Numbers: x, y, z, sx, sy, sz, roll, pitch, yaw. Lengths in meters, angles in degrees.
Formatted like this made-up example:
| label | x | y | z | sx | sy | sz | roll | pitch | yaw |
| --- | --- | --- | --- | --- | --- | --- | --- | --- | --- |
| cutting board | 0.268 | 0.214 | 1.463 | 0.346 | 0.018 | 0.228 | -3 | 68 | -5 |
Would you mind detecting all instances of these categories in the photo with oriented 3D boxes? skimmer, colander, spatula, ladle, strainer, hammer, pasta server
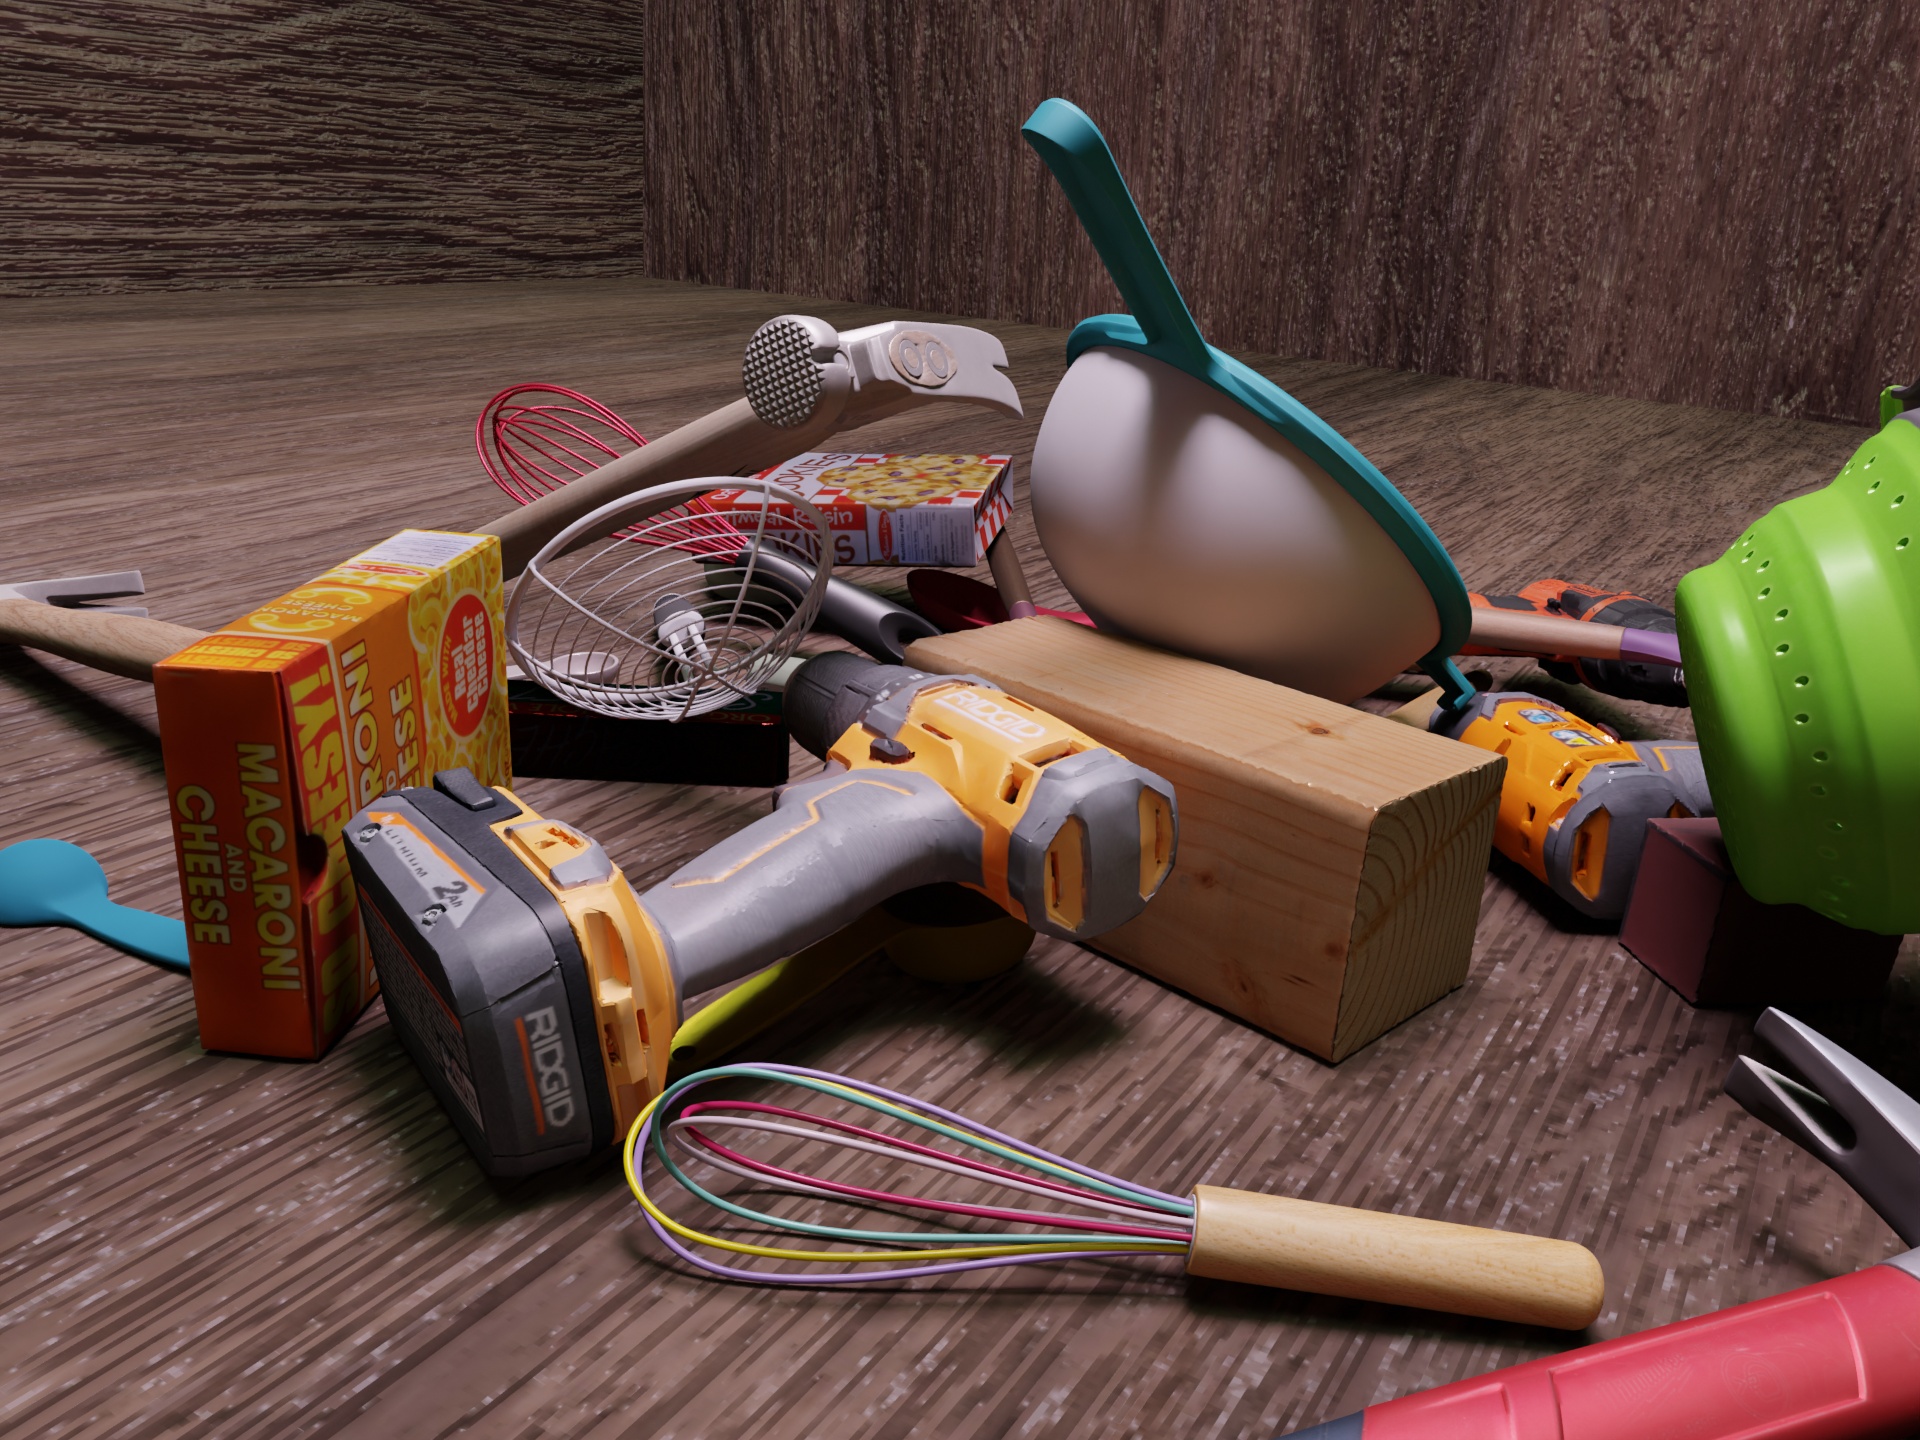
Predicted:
| label | x | y | z | sx | sy | sz | roll | pitch | yaw |
| --- | --- | --- | --- | --- | --- | --- | --- | --- | --- |
| skimmer | -0.134 | -0.063 | 0.723 | 0.127 | 0.090 | 0.363 | -22 | 12 | -8 |
| colander | 0.273 | 0.046 | 0.439 | 0.094 | 0.204 | 0.397 | -13 | 33 | 20 |
| spatula | 0.270 | -0.037 | 0.714 | 0.316 | 0.018 | 0.060 | 11 | 25 | 33 |
| ladle | 0.123 | -0.053 | 0.933 | 0.315 | 0.031 | 0.069 | 7 | 25 | 3 |
| strainer | 0.076 | -0.091 | 0.622 | 0.211 | 0.095 | 0.340 | 38 | -3 | 35 |
| hammer | 0.071 | 0.143 | 0.315 | 0.386 | 0.038 | 0.143 | -5 | 35 | -20 |
| hammer | -0.385 | -0.037 | 0.715 | 0.331 | 0.031 | 0.130 | 9 | 17 | 39 |
| hammer | -0.168 | -0.085 | 0.691 | 0.410 | 0.038 | 0.146 | -15 | 0 | 35 |
| pasta server | 0.031 | -0.076 | 0.885 | 0.060 | 0.040 | 0.316 | -6 | 25 | -3 |

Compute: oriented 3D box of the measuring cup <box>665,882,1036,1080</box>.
| label | x | y | z | sx | sy | sz | roll | pitch | yaw |
| --- | --- | --- | --- | --- | --- | --- | --- | --- | --- |
| measuring cup | -0.037 | 0.086 | 0.521 | 0.156 | 0.029 | 0.062 | -27 | 32 | -36 |

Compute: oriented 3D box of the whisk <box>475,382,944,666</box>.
| label | x | y | z | sx | sy | sz | roll | pitch | yaw |
| --- | --- | --- | --- | --- | --- | --- | --- | --- | --- |
| whisk | -0.134 | -0.098 | 0.863 | 0.296 | 0.073 | 0.073 | 29 | 23 | 5 |

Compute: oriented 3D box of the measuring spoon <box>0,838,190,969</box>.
| label | x | y | z | sx | sy | sz | roll | pitch | yaw |
| --- | --- | --- | --- | --- | --- | --- | --- | --- | --- |
| measuring spoon | -0.280 | 0.060 | 0.533 | 0.129 | 0.021 | 0.042 | 11 | 21 | 23 |

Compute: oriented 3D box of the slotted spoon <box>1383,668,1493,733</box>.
| label | x | y | z | sx | sy | sz | roll | pitch | yaw |
| --- | --- | --- | --- | --- | --- | --- | --- | --- | --- |
| slotted spoon | 0.203 | 0.009 | 0.772 | 0.070 | 0.031 | 0.313 | 14 | 20 | 33 |

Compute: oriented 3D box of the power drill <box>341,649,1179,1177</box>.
| label | x | y | z | sx | sy | sz | roll | pitch | yaw |
| --- | --- | --- | --- | --- | --- | --- | --- | --- | --- |
| power drill | -0.071 | 0.037 | 0.510 | 0.226 | 0.084 | 0.185 | -19 | 28 | -30 |

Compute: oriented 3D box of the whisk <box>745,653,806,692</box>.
| label | x | y | z | sx | sy | sz | roll | pitch | yaw |
| --- | --- | --- | --- | --- | --- | --- | --- | --- | --- |
| whisk | -0.001 | -0.002 | 0.743 | 0.246 | 0.059 | 0.057 | 11 | -24 | 30 |

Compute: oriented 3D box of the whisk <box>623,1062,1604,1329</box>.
| label | x | y | z | sx | sy | sz | roll | pitch | yaw |
| --- | --- | --- | --- | --- | --- | --- | --- | --- | --- |
| whisk | 0.036 | 0.120 | 0.400 | 0.245 | 0.051 | 0.047 | 8 | 14 | 2 |

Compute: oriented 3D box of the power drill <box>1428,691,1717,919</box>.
| label | x | y | z | sx | sy | sz | roll | pitch | yaw |
| --- | --- | --- | --- | --- | --- | --- | --- | --- | --- |
| power drill | 0.322 | 0.020 | 0.687 | 0.226 | 0.084 | 0.164 | -3 | 19 | -9 |

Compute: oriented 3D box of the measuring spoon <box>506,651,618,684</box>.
| label | x | y | z | sx | sy | sz | roll | pitch | yaw |
| --- | --- | --- | --- | --- | --- | --- | --- | --- | --- |
| measuring spoon | -0.229 | -0.015 | 0.779 | 0.124 | 0.018 | 0.034 | -9 | 22 | -15 |

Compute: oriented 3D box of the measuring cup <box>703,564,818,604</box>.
| label | x | y | z | sx | sy | sz | roll | pitch | yaw |
| --- | --- | --- | --- | --- | --- | --- | --- | --- | --- |
| measuring cup | -0.105 | -0.107 | 1.027 | 0.083 | 0.038 | 0.167 | 11 | 19 | 19 |
